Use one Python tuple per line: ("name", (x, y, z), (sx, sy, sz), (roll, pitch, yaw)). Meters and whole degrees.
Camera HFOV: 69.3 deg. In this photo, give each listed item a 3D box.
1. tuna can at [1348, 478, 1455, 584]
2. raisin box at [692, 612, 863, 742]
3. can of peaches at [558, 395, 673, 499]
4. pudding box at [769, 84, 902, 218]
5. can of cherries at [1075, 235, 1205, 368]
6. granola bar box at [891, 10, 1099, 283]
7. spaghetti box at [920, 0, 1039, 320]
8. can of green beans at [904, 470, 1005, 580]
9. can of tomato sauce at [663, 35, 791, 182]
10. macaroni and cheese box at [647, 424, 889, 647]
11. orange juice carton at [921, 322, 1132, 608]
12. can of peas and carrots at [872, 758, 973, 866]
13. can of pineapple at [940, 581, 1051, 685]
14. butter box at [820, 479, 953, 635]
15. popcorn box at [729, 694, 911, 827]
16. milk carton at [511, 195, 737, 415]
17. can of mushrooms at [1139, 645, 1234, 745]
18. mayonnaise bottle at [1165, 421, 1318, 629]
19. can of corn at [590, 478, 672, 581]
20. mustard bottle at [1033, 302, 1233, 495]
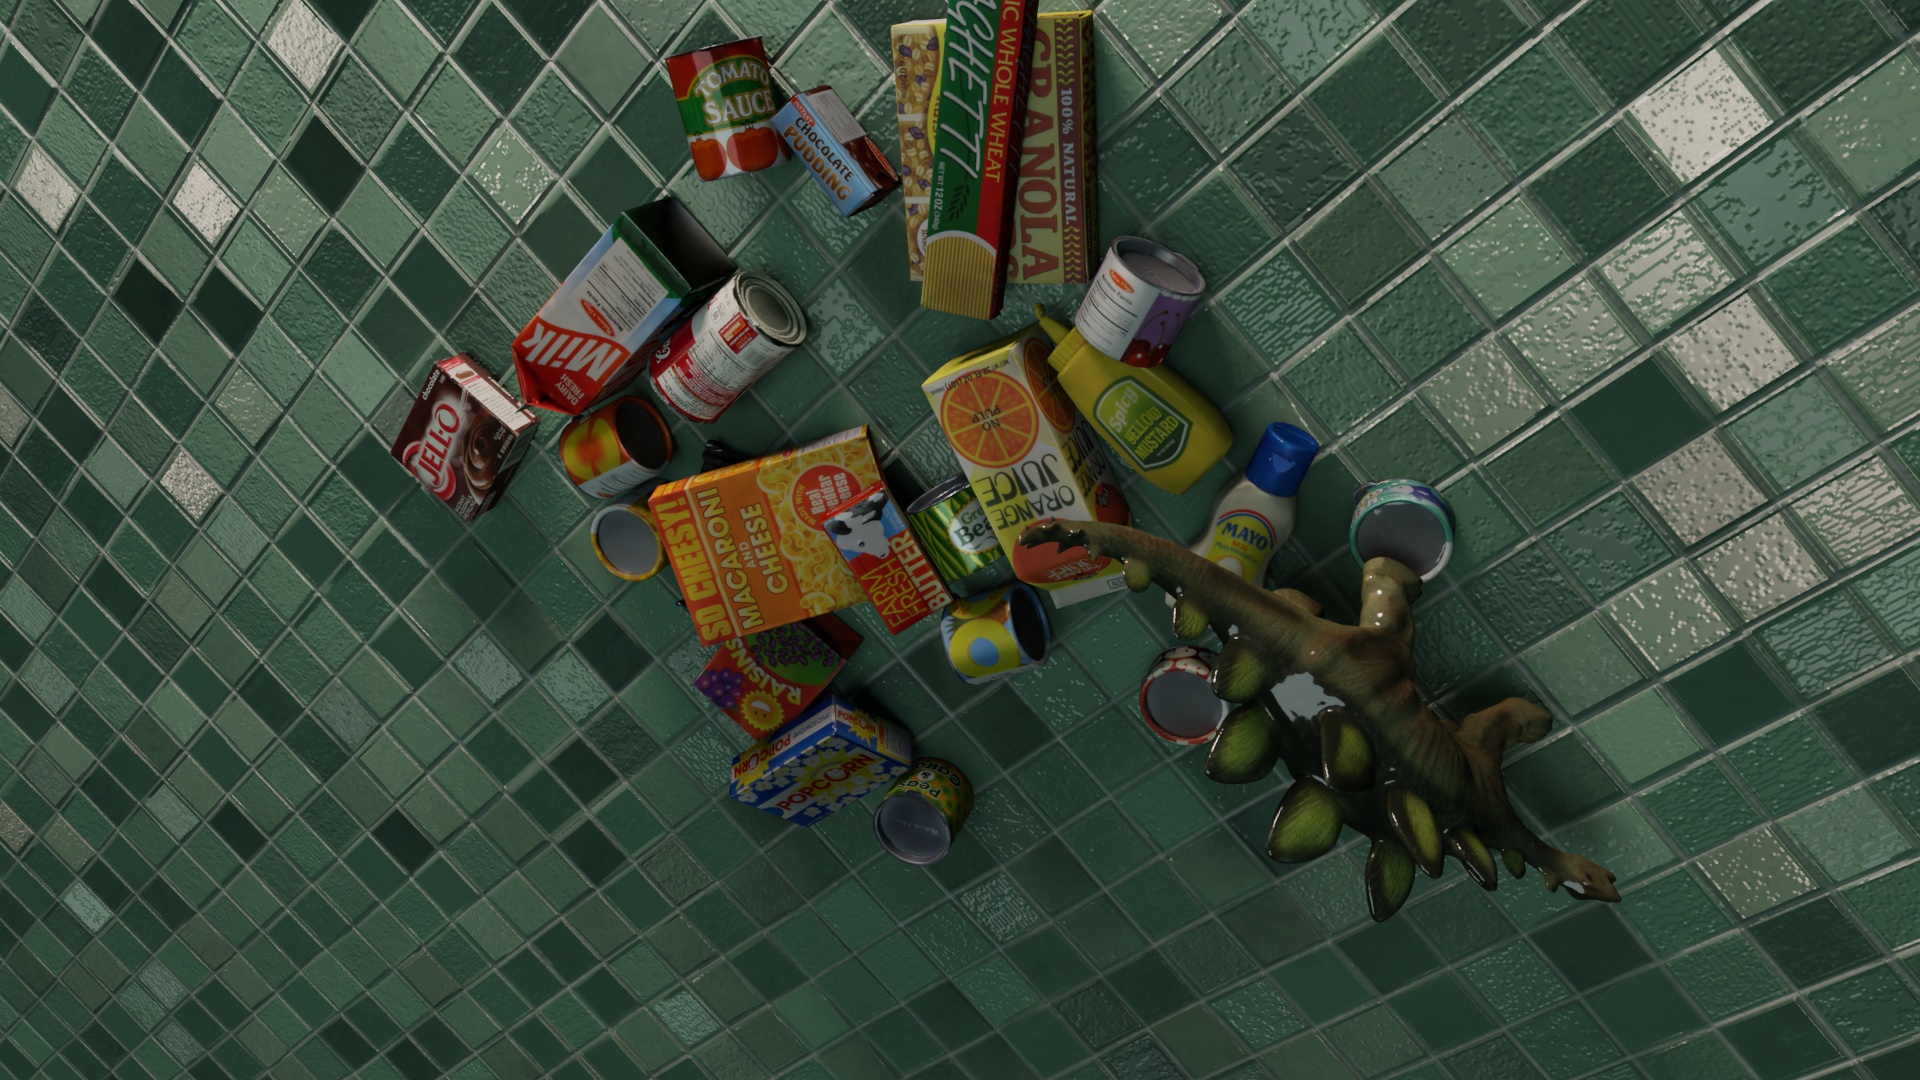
("tuna can", (0.286, -0.006, 0.906), (0.071, 0.033, 0.070), (8, 115, 17))
("raisin box", (-0.148, 0.099, 1.114), (0.086, 0.040, 0.123), (41, 121, -1))
("can of peaches", (-0.265, -0.074, 1.068), (0.058, 0.071, 0.071), (-21, 104, 28))
("pudding box", (-0.082, -0.260, 0.926), (0.030, 0.050, 0.083), (-35, 97, 31))
("can of cherries", (0.116, -0.152, 0.888), (0.071, 0.072, 0.058), (31, 124, 6))
("granola bar box", (0.024, -0.250, 0.896), (0.124, 0.039, 0.164), (4, 114, 19))
("spaghetti box", (0.013, -0.260, 0.855), (0.050, 0.029, 0.248), (14, 117, 15))
("can of green beans", (0.002, -0.012, 0.992), (0.071, 0.071, 0.057), (-24, 103, 28))
("can of tomato sauce", (-0.154, -0.288, 0.930), (0.071, 0.071, 0.082), (-5, 111, 23))
("macaroni and cheese box", (-0.130, -0.002, 1.031), (0.166, 0.040, 0.123), (-16, 107, 3))
("orange juice carton", (0.056, -0.044, 0.954), (0.071, 0.073, 0.192), (-20, 104, 27))
("can of peas and carrots", (-0.029, 0.214, 1.108), (0.071, 0.059, 0.070), (8, 114, 17))
("can of pineapple", (0.026, 0.066, 1.018), (0.058, 0.071, 0.071), (-18, 105, 26))
("butter box", (-0.052, 0.013, 1.003), (0.053, 0.024, 0.103), (-30, 106, 6))
("popcorn box", (-0.112, 0.179, 1.113), (0.126, 0.038, 0.085), (-34, 134, 29))
("milk carton", (-0.260, -0.160, 1.025), (0.190, 0.073, 0.073), (-39, 95, 29))
("can of mushrooms", (0.162, 0.113, 1.005), (0.071, 0.033, 0.070), (8, 116, 17))
("mayonnaise bottle", (0.192, -0.009, 0.935), (0.065, 0.041, 0.147), (24, 120, 5))
("can of corn", (-0.246, -0.006, 1.095), (0.071, 0.058, 0.071), (8, 115, 18))
("mustard bottle", (0.106, -0.101, 0.924), (0.160, 0.049, 0.065), (41, 119, 0))
